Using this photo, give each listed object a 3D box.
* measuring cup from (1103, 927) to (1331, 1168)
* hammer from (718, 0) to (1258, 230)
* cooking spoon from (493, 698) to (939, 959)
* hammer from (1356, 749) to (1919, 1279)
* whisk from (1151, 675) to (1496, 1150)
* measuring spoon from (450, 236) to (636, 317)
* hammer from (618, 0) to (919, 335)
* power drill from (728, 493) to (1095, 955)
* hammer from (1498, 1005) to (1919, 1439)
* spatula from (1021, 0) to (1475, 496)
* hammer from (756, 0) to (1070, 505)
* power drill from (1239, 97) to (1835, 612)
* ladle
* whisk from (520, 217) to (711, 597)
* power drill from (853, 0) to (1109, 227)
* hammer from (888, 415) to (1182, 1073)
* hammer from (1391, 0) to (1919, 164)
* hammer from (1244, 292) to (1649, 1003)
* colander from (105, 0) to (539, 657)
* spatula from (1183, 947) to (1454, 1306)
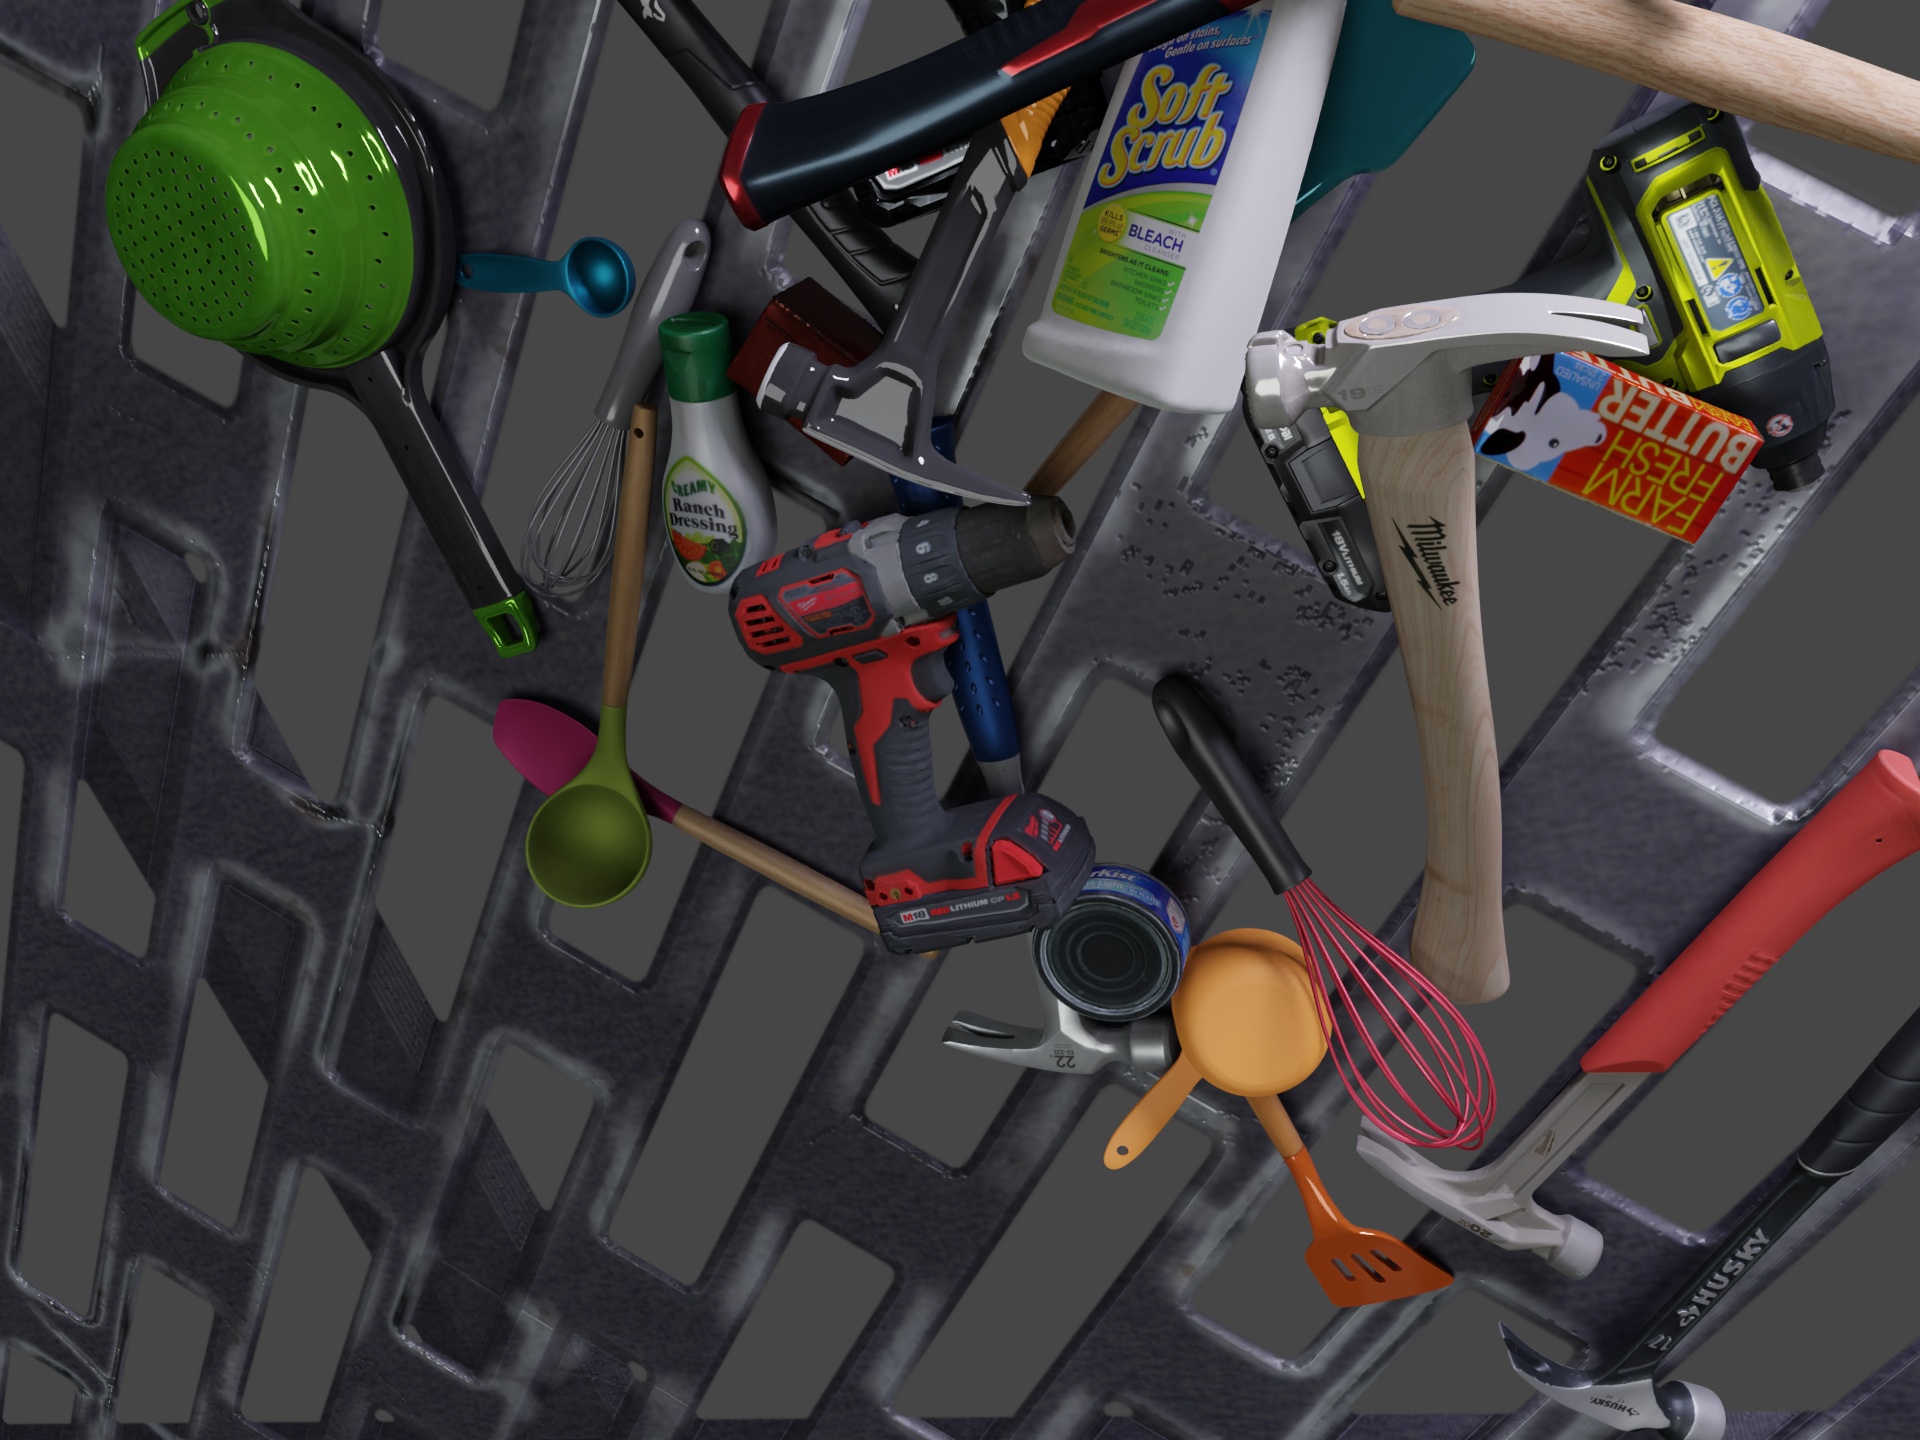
[{"bbox_3d":[0.138,0.199,0.897,0.095,0.052,0.173,37,99,-4],"label":"measuring cup"},{"bbox_3d":[0.091,-0.266,0.604,0.386,0.038,0.143,-22,89,10],"label":"hammer"},{"bbox_3d":[-0.154,0.071,0.996,0.319,0.017,0.068,27,125,6],"label":"cooking spoon"},{"bbox_3d":[0.362,0.153,0.835,0.149,0.037,0.359,30,122,4],"label":"hammer"},{"bbox_3d":[0.187,0.103,0.842,0.073,0.073,0.296,-35,87,31],"label":"whisk"},{"bbox_3d":[-0.227,-0.245,0.867,0.129,0.021,0.042,10,118,26],"label":"measuring spoon"},{"bbox_3d":[-0.126,-0.316,0.779,0.146,0.035,0.334,-35,100,30],"label":"hammer"},{"bbox_3d":[-0.001,-0.003,0.828,0.188,0.080,0.226,-15,107,25],"label":"power drill"},{"bbox_3d":[0.440,0.241,0.838,0.149,0.036,0.408,18,119,-11],"label":"hammer"},{"bbox_3d":[0.110,-0.202,0.744,0.082,0.044,0.317,54,126,17],"label":"spatula"},{"bbox_3d":[0.036,-0.258,0.656,0.127,0.034,0.337,24,104,-3],"label":"hammer"},{"bbox_3d":[0.254,-0.143,0.703,0.223,0.080,0.171,-23,106,25],"label":"power drill"},{"bbox_3d":[-0.202,-0.028,0.915,0.078,0.062,0.320,17,121,5],"label":"ladle"},{"bbox_3d":[-0.187,-0.166,0.874,0.055,0.055,0.239,32,118,2],"label":"whisk"},{"bbox_3d":[-0.026,-0.343,0.706,0.143,0.078,0.219,-13,107,24],"label":"power drill"},{"bbox_3d":[0.018,0.030,0.901,0.144,0.035,0.405,-6,113,22],"label":"hammer"},{"bbox_3d":[0.328,-0.239,0.602,0.331,0.031,0.130,21,83,7],"label":"hammer"},{"bbox_3d":[0.235,-0.005,0.730,0.146,0.038,0.410,-3,133,20],"label":"hammer"},{"bbox_3d":[-0.354,-0.198,0.884,0.204,0.094,0.396,-13,111,28],"label":"colander"},{"bbox_3d":[0.188,0.231,0.950,0.081,0.041,0.322,-25,101,28],"label":"spatula"}]
